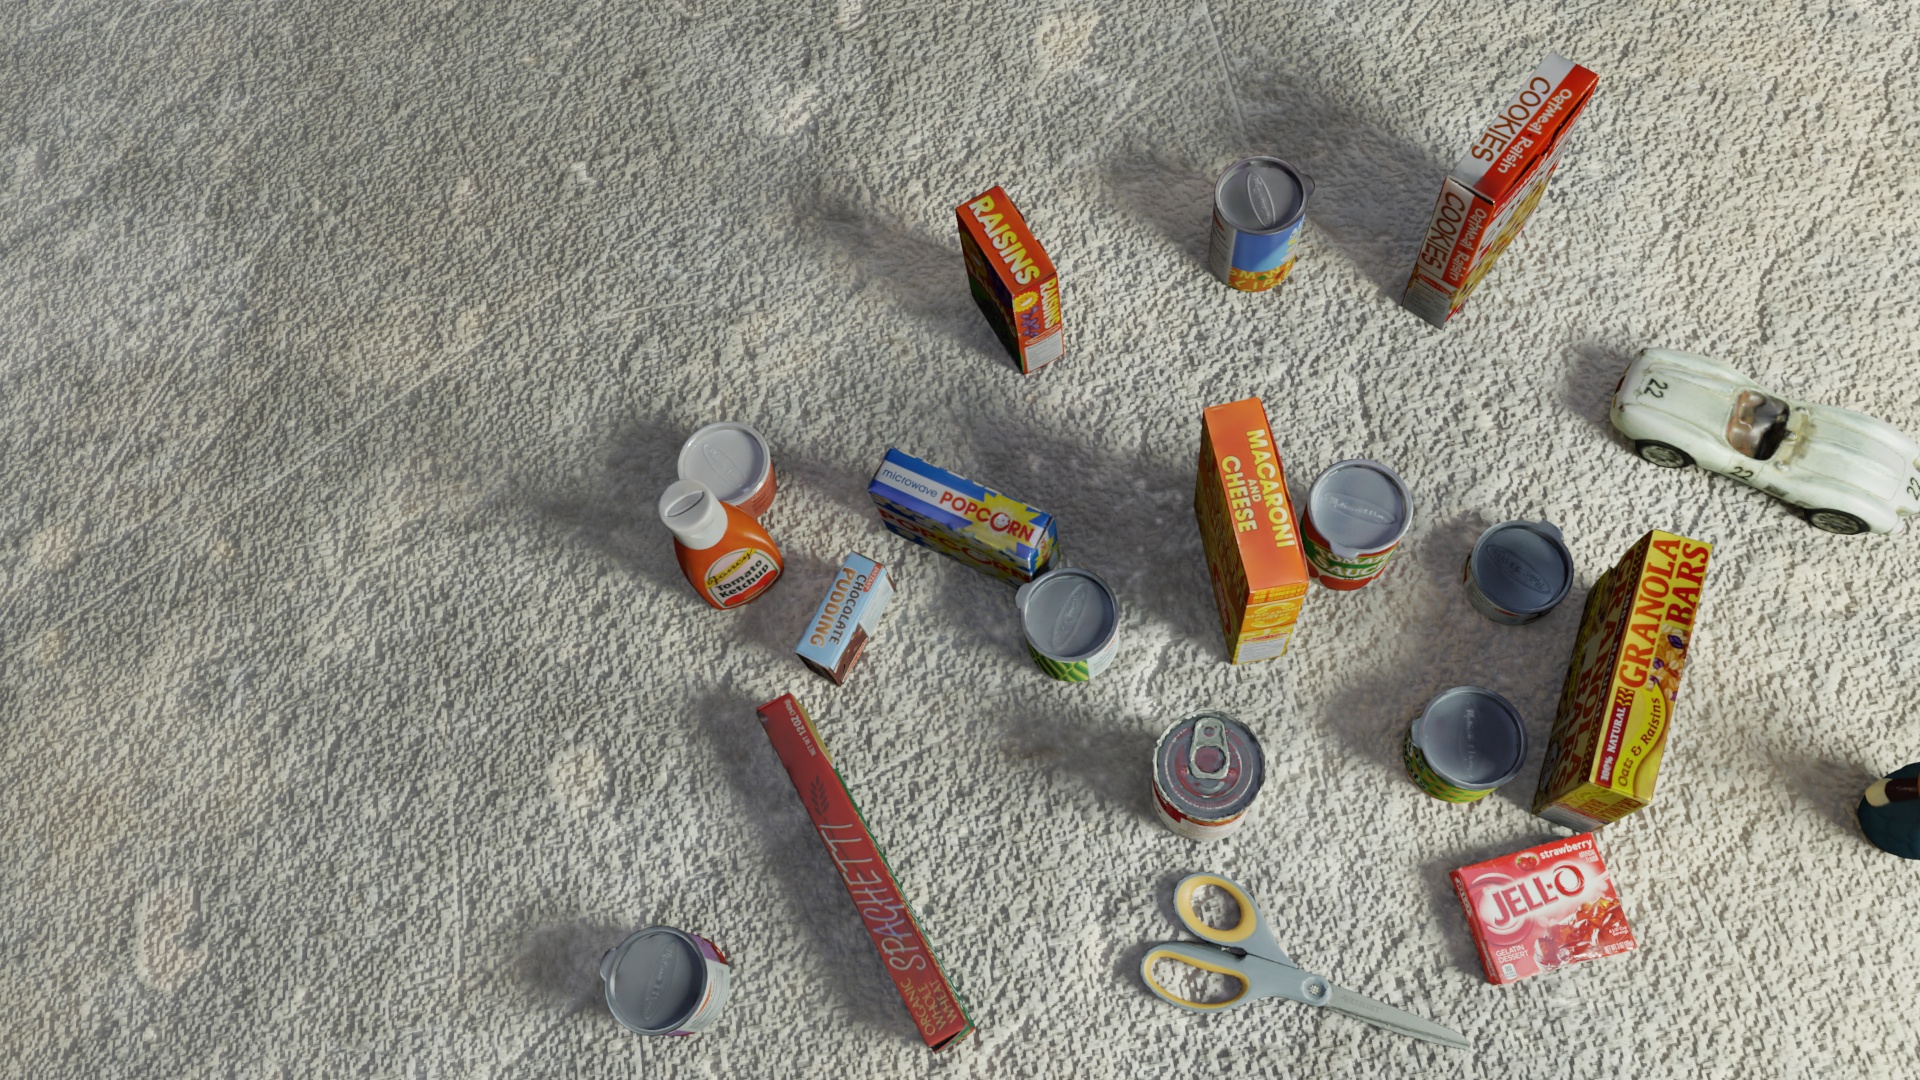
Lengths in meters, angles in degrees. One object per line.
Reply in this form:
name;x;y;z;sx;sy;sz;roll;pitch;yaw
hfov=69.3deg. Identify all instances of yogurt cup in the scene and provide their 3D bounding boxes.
yogurt cup;-0.167;-0.047;1.017;0.072;0.053;0.072;-2;70;6

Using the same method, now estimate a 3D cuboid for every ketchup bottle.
ketchup bottle;-0.167;0.001;0.949;0.065;0.148;0.043;-33;70;-6

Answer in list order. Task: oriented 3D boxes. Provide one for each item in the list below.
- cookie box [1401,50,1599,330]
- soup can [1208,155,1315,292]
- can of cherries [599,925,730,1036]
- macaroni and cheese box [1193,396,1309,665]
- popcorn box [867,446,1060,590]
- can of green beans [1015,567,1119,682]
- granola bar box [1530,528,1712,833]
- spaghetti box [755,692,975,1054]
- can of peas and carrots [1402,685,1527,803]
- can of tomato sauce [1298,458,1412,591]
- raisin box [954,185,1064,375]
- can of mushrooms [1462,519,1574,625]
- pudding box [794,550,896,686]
cookie box;0.371;-0.237;0.964;0.040;0.167;0.123;37;78;18
soup can;0.221;-0.232;1.025;0.071;0.083;0.071;-2;70;6
can of cherries;-0.189;0.283;0.894;0.071;0.058;0.072;-2;70;6
macaroni and cheese box;0.185;-0.002;0.898;0.040;0.166;0.124;-11;69;3
popcorn box;0.003;-0.012;0.967;0.127;0.085;0.038;24;75;15
can of green beans;0.075;0.058;0.947;0.071;0.057;0.071;-2;70;6
granola bar box;0.406;0.090;0.860;0.039;0.124;0.166;19;73;13
spaghetti box;-0.064;0.214;0.909;0.029;0.050;0.250;-30;69;-4
can of peas and carrots;0.319;0.132;0.890;0.071;0.058;0.071;-2;70;6
can of tomato sauce;0.263;-0.007;0.936;0.071;0.083;0.071;-2;70;6
raisin box;0.038;-0.187;1.008;0.040;0.123;0.086;-28;69;-4
can of mushrooms;0.377;0.021;0.938;0.071;0.033;0.071;-2;69;6
pudding box;-0.079;0.055;0.971;0.030;0.049;0.084;24;74;15
